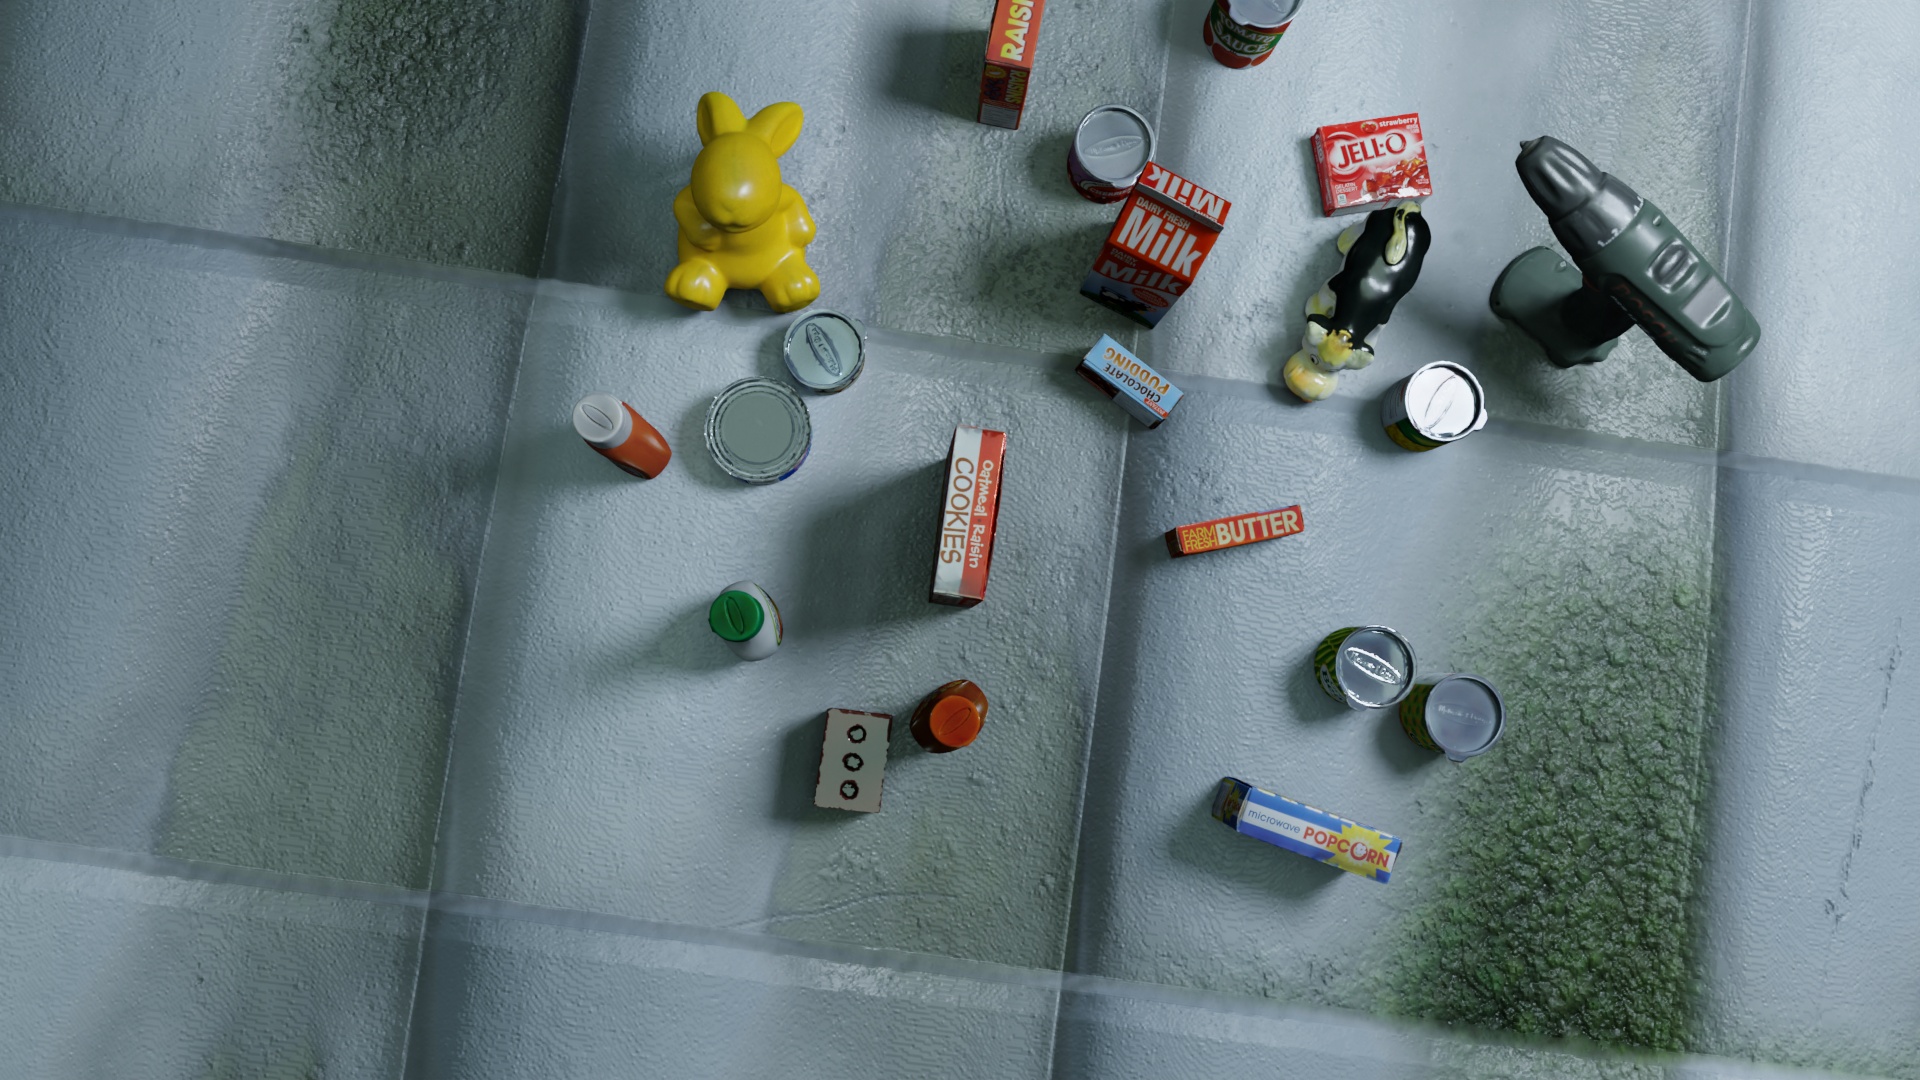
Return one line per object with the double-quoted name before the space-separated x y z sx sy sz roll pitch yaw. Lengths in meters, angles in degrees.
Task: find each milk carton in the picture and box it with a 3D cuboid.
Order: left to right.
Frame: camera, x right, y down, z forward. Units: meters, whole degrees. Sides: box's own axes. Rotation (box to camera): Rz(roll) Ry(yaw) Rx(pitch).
"milk carton" 0.152 -0.231 1.077 0.072 0.190 0.073 27 84 0

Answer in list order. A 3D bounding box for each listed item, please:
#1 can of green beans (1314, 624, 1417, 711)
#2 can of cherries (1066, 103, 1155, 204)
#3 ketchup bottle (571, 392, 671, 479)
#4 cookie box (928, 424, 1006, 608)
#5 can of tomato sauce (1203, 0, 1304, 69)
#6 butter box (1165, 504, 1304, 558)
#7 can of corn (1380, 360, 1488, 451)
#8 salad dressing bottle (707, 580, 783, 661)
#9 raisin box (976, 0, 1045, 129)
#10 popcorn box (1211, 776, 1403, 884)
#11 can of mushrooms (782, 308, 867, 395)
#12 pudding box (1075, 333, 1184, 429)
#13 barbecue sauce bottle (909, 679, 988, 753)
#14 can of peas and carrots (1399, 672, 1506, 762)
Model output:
"can of green beans" 0.326 0.102 1.121 0.071 0.058 0.071 0 85 -3
"can of cherries" 0.123 -0.317 1.151 0.071 0.058 0.071 0 85 -3
"ketchup bottle" -0.262 -0.083 1.062 0.065 0.148 0.043 36 84 1
"cookie box" 0.004 -0.013 1.060 0.040 0.167 0.123 8 85 -2
"can of tomato sauce" 0.242 -0.439 1.156 0.071 0.083 0.071 0 85 -3
"butter box" 0.222 -0.007 1.129 0.103 0.053 0.024 -10 86 -4
"can of corn" 0.390 -0.108 1.145 0.071 0.058 0.071 0 85 -3
"salad dressing bottle" -0.163 0.060 1.054 0.044 0.147 0.064 -20 86 -4
"raisin box" 0.042 -0.398 1.121 0.040 0.123 0.086 12 84 -2
"popcorn box" 0.270 0.226 1.092 0.127 0.085 0.038 20 84 -1
"can of mushrooms" -0.109 -0.154 1.135 0.071 0.033 0.071 0 85 -3
"pudding box" 0.137 -0.129 1.138 0.084 0.049 0.030 37 84 1
"barbecue sauce bottle" -0.007 0.135 1.055 0.065 0.148 0.043 -39 88 -5
"can of peas and carrots" 0.396 0.142 1.120 0.071 0.058 0.071 0 85 -3
